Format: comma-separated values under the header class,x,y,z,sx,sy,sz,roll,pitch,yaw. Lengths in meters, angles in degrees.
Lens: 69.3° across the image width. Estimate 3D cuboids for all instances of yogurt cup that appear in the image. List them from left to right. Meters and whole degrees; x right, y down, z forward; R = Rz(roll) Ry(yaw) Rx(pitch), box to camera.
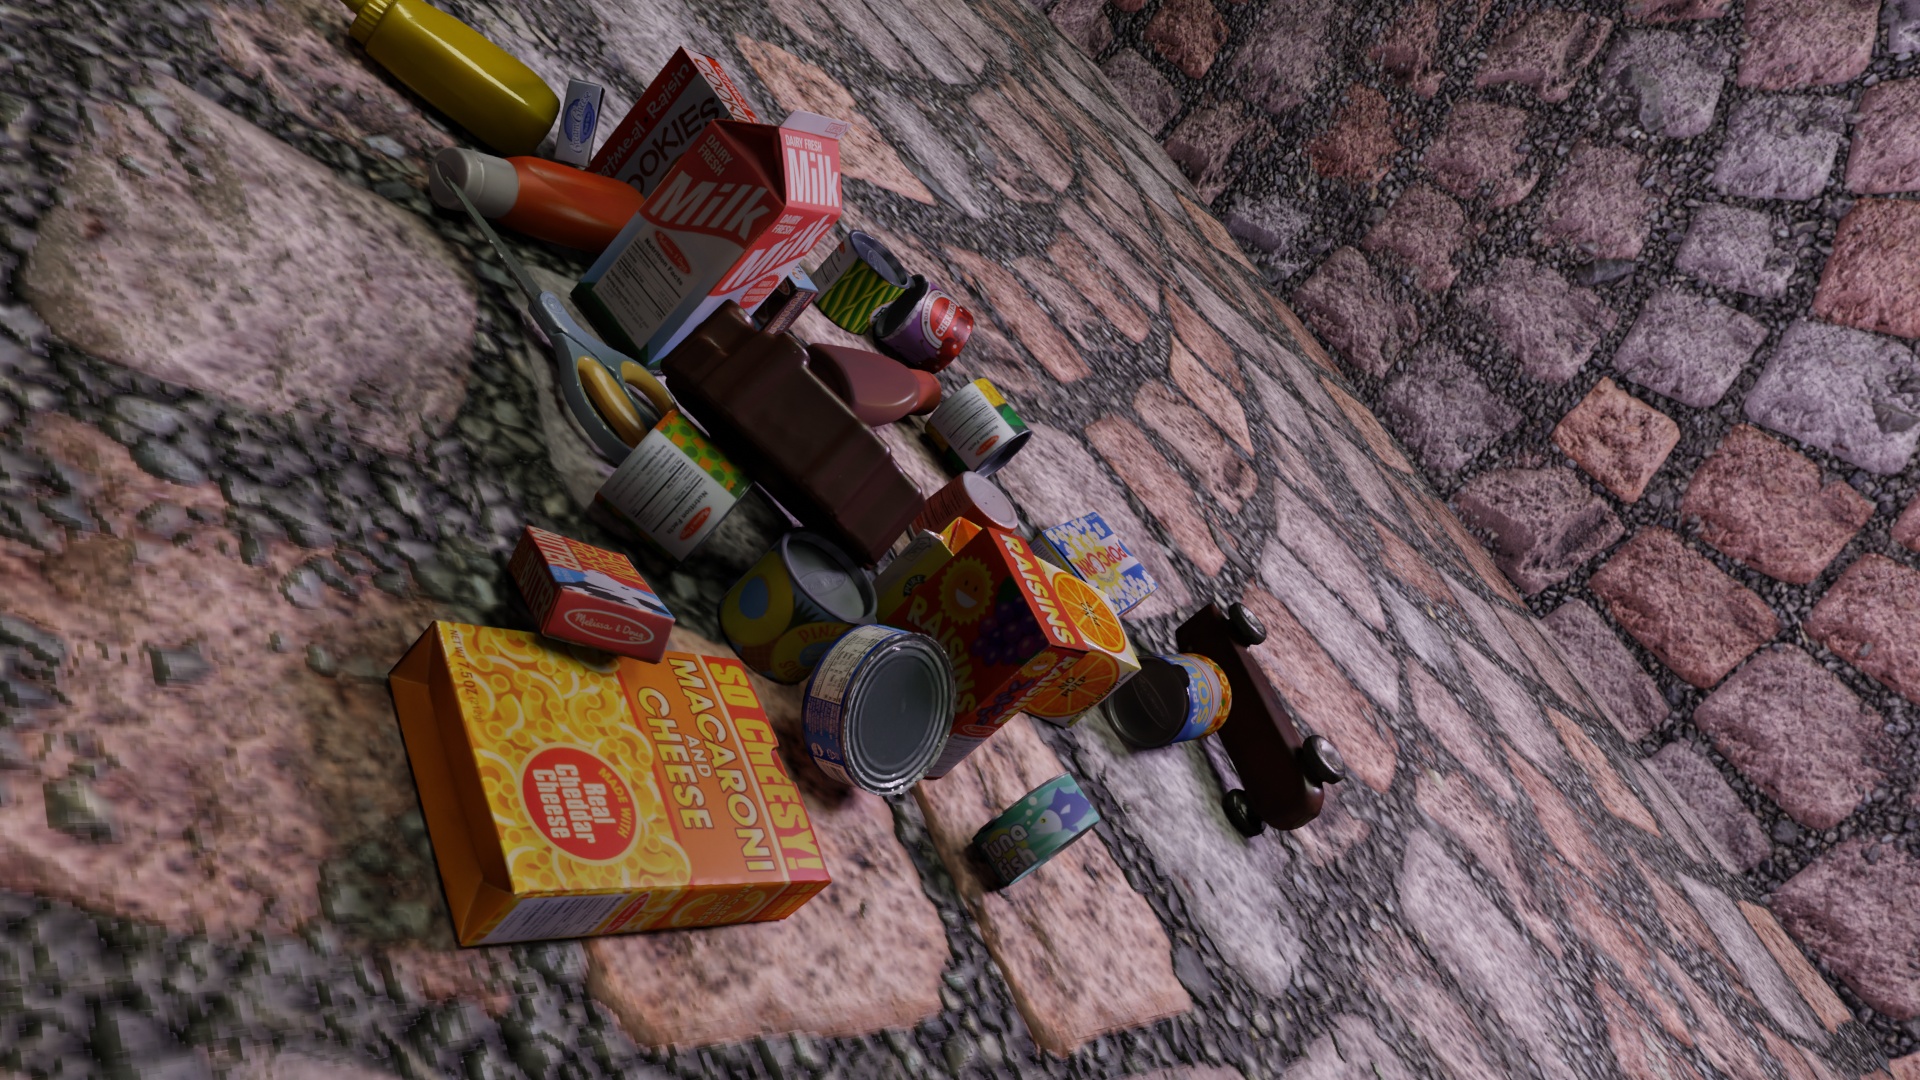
class,x,y,z,sx,sy,sz,roll,pitch,yaw
yogurt cup,0.004,-0.012,0.989,0.072,0.053,0.073,37,25,-20

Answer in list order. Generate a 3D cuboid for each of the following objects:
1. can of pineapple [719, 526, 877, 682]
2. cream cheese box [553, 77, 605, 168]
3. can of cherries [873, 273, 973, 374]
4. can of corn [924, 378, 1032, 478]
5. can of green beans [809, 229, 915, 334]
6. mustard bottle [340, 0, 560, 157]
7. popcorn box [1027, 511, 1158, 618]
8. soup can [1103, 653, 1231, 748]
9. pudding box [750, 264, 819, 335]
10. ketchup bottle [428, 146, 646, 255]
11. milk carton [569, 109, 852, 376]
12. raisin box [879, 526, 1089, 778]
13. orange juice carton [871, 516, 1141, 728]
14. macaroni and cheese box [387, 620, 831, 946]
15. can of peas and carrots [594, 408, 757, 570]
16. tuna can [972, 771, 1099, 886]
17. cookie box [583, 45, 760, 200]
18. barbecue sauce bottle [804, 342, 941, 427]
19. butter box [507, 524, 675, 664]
class,x,y,z,sx,sy,sz,roll,pitch,yaw
can of pineapple,-0.088,0.037,0.755,0.071,0.057,0.071,37,26,-21
cream cheese box,-0.258,-0.284,0.942,0.024,0.053,0.104,11,15,-18
can of cherries,-0.030,-0.184,1.182,0.058,0.071,0.072,35,26,-27
can of corn,0.014,-0.087,1.110,0.058,0.071,0.071,51,24,9
can of green beans,-0.085,-0.214,1.153,0.071,0.057,0.071,37,25,-21
mustard bottle,-0.339,-0.313,0.899,0.160,0.048,0.065,33,27,-27
popcorn box,0.102,0.027,1.109,0.085,0.038,0.127,50,24,10
soup can,0.156,0.115,1.020,0.084,0.071,0.071,5,47,-57
pudding box,-0.149,-0.198,1.032,0.084,0.049,0.030,54,26,18
ketchup bottle,-0.262,-0.215,0.878,0.065,0.043,0.149,50,24,21
milk carton,-0.144,-0.190,0.853,0.073,0.190,0.072,51,24,8
raisin box,0.002,0.064,0.780,0.040,0.123,0.086,17,37,-49
orange juice carton,0.023,0.050,0.901,0.192,0.071,0.073,27,30,-38
macaroni and cheese box,-0.142,0.102,0.585,0.166,0.040,0.124,14,40,-51
can of peas and carrots,-0.152,-0.028,0.743,0.058,0.070,0.071,42,24,-11
tuna can,0.041,0.160,0.766,0.033,0.071,0.071,54,25,16
cookie box,-0.178,-0.234,0.950,0.168,0.122,0.040,56,24,21
barbecue sauce bottle,-0.065,-0.115,1.050,0.065,0.043,0.149,54,24,15
butter box,-0.168,0.023,0.625,0.053,0.024,0.103,19,6,-30
